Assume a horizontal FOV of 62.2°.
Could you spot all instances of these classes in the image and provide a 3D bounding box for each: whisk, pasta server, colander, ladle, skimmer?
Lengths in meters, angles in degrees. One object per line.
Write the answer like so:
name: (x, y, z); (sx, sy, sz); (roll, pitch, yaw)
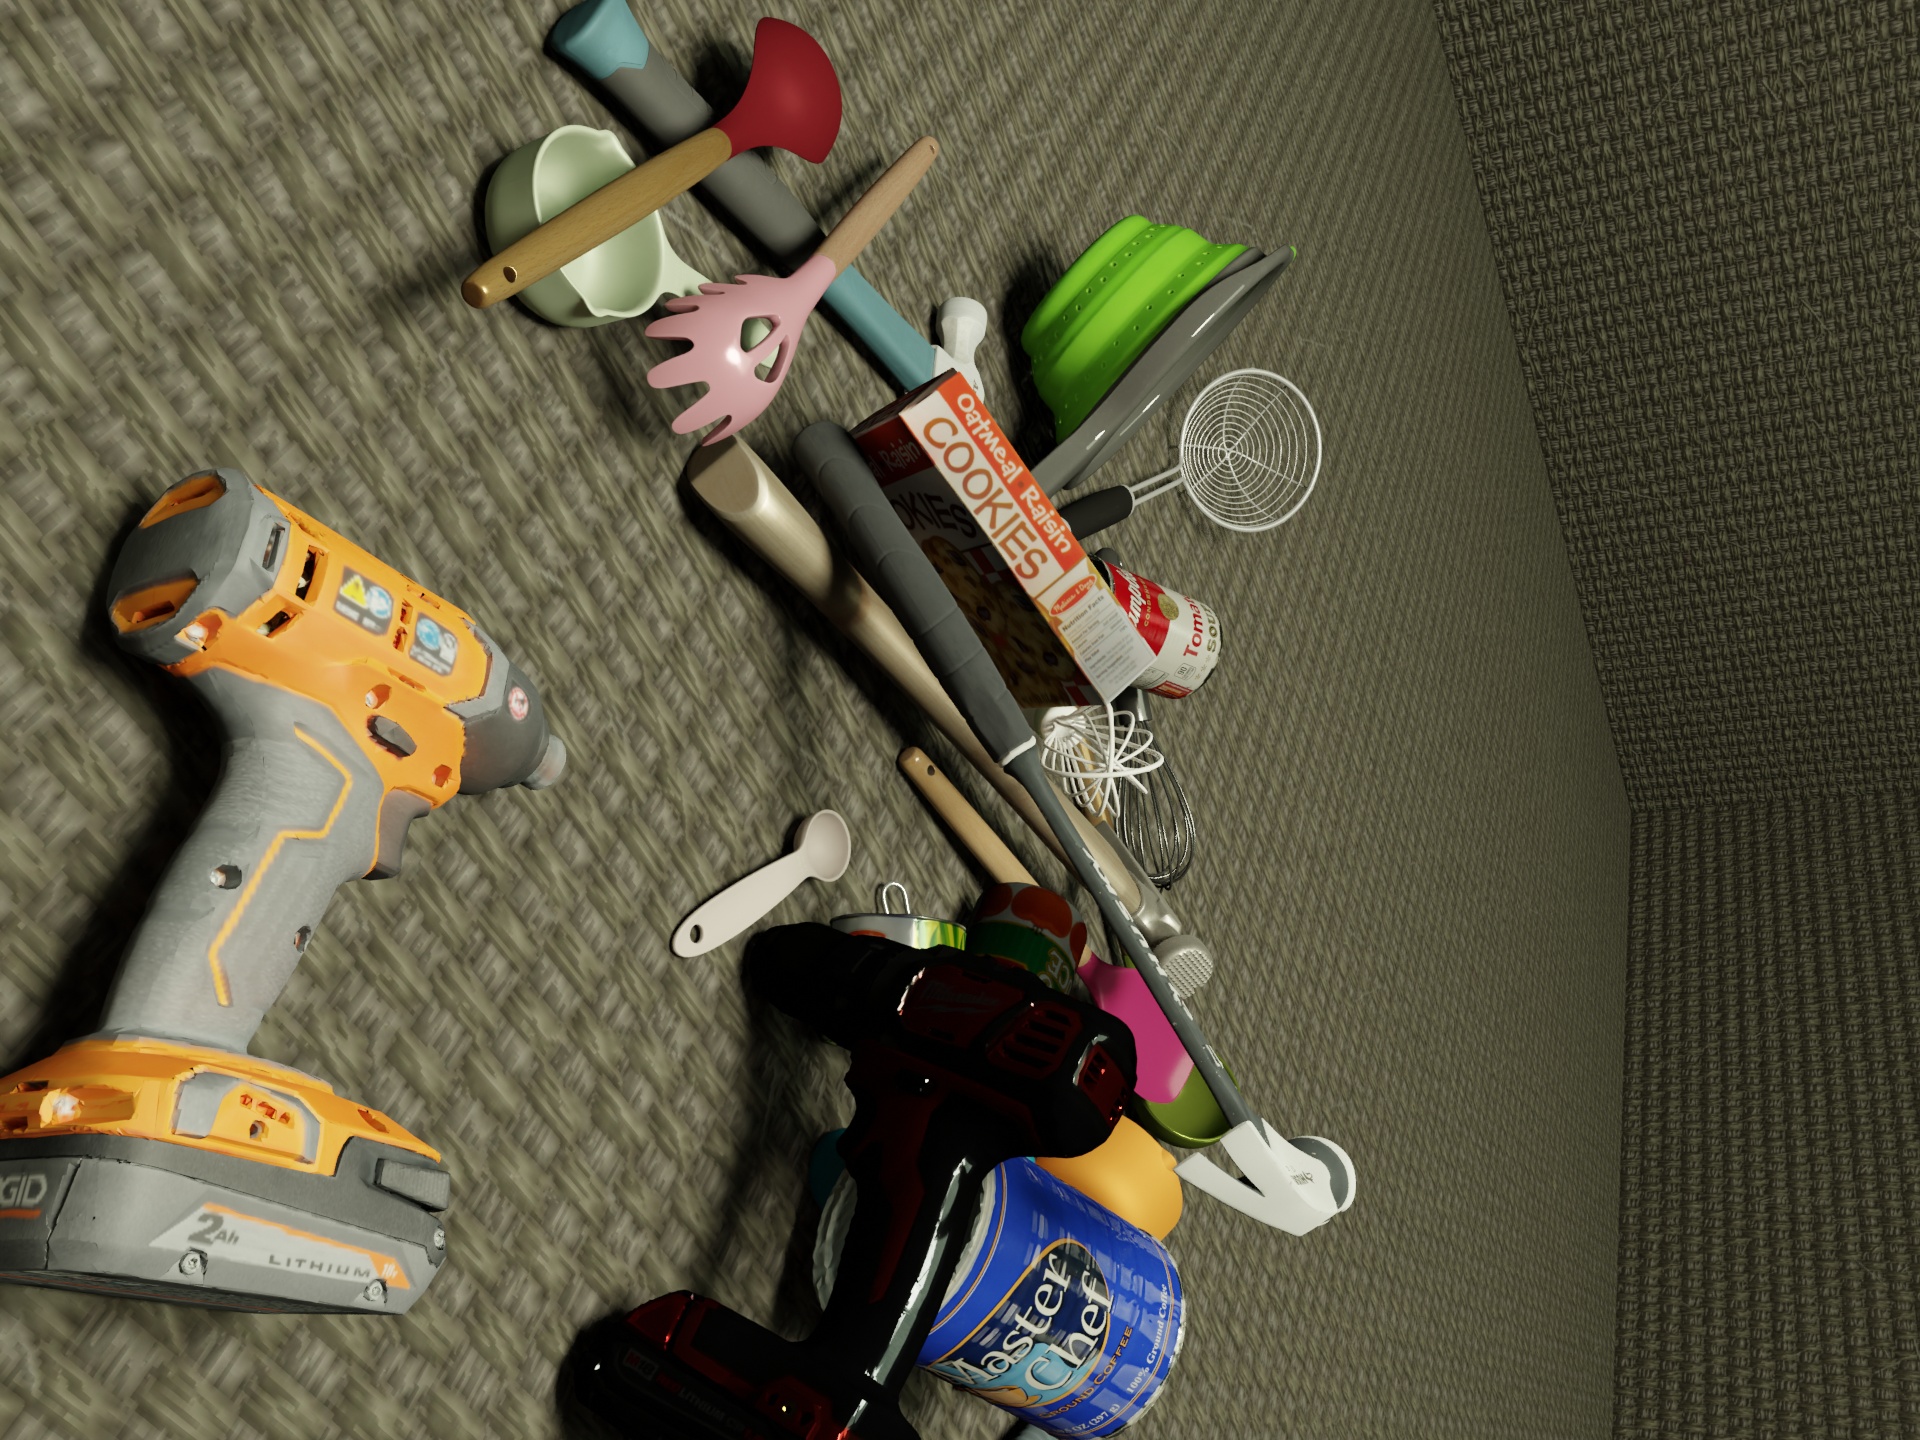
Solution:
whisk: (0.056, 0.005, 0.852); (0.246, 0.059, 0.058); (-131, -144, -79)
pasta server: (-0.064, -0.223, 0.758); (0.060, 0.040, 0.316); (65, 29, -29)
colander: (0.060, -0.204, 0.966); (0.094, 0.204, 0.397); (44, 54, 1)
whisk: (0.116, 0.000, 1.073); (0.055, 0.055, 0.239); (-2, 81, -60)
ladle: (-0.115, -0.234, 0.665); (0.069, 0.031, 0.316); (64, 33, -25)
skimmer: (0.166, -0.174, 1.143); (0.363, 0.090, 0.127); (-32, 112, -57)
ladle: (0.113, 0.125, 1.027); (0.078, 0.062, 0.320); (-23, 101, -40)

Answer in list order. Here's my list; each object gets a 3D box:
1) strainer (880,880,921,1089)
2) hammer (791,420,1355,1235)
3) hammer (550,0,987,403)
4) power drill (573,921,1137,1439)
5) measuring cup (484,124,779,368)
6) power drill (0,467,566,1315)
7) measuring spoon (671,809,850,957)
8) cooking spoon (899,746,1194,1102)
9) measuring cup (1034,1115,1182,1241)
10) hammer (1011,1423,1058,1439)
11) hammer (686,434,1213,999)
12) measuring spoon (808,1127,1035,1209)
strainer: (-0.011, 0.209, 0.806); (0.087, 0.050, 0.258); (-9, 85, -22)
hammer: (0.029, 0.027, 0.666); (0.409, 0.036, 0.149); (58, 11, 24)
hammer: (-0.079, -0.238, 0.794); (0.330, 0.033, 0.128); (36, 52, -52)
power drill: (-0.054, 0.187, 0.639); (0.227, 0.188, 0.080); (-58, 140, -23)
measuring cup: (-0.136, -0.186, 0.681); (0.167, 0.038, 0.083); (26, 61, -58)
power drill: (-0.193, 0.058, 0.484); (0.164, 0.084, 0.227); (39, 47, -51)
measuring spoon: (-0.093, 0.075, 0.724); (0.124, 0.018, 0.034); (-33, 112, -50)
cooking spoon: (0.057, 0.123, 0.927); (0.318, 0.017, 0.069); (51, 58, -32)
measuring cup: (0.052, 0.231, 0.888); (0.052, 0.095, 0.173); (-35, 94, -45)
hammer: (0.007, 0.420, 0.790); (0.386, 0.038, 0.143); (-13, 96, -60)
hammer: (-0.001, -0.003, 0.838); (0.410, 0.038, 0.146); (47, 6, -36)
measuring spoon: (-0.012, 0.215, 0.766); (0.128, 0.021, 0.042); (6, 73, -33)
